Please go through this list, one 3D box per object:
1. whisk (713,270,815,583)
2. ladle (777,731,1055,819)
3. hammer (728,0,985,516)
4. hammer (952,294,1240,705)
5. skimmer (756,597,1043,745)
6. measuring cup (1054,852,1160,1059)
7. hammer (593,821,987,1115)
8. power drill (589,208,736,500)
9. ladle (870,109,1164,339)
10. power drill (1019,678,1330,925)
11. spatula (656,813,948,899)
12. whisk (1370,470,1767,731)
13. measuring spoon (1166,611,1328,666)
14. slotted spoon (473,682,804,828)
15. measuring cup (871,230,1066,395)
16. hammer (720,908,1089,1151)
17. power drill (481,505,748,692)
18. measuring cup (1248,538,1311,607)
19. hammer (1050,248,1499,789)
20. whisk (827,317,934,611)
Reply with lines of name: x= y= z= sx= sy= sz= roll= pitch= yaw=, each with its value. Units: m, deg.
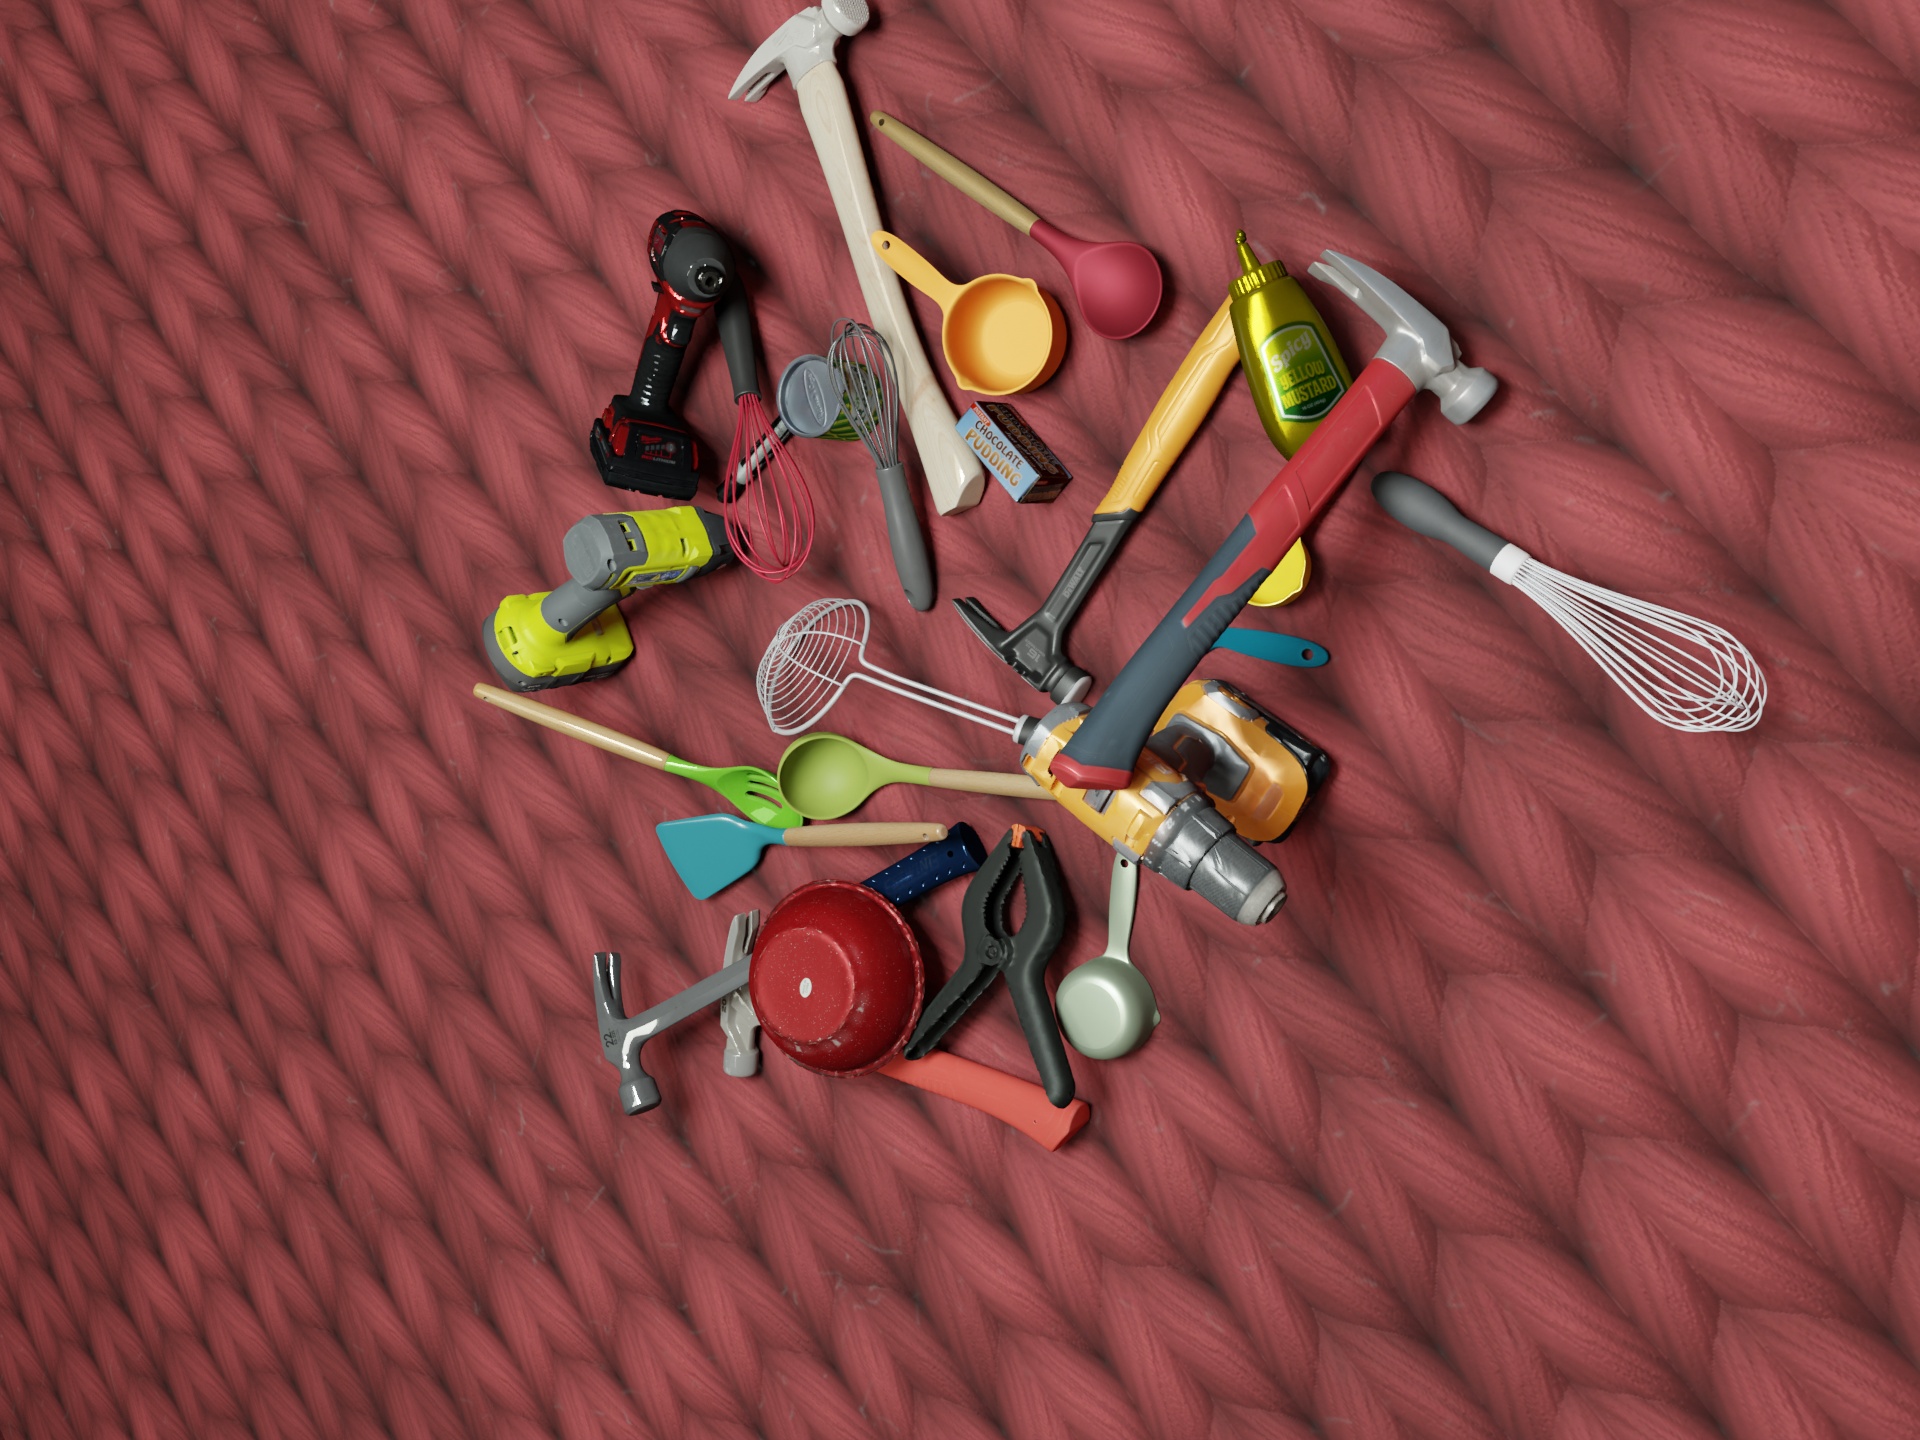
whisk: x=-0.173 y=-0.248 z=1.311 sx=0.073 sy=0.073 sz=0.296 roll=-25 pitch=68 yaw=32
ladle: x=-0.005 y=0.053 z=1.260 sx=0.320 sy=0.062 sz=0.078 roll=5 pitch=119 yaw=29
hammer: x=-0.073 y=-0.357 z=1.264 sx=0.146 sy=0.038 sz=0.411 roll=-21 pitch=86 yaw=43
hammer: x=0.121 y=-0.175 z=1.166 sx=0.127 sy=0.034 sz=0.336 roll=42 pitch=115 yaw=21
skimmer: x=-0.002 y=-0.004 z=1.260 sx=0.363 sy=0.090 sz=0.127 roll=20 pitch=74 yaw=18
measuring cup: x=0.111 y=0.178 z=1.206 sx=0.083 sy=0.038 sz=0.167 roll=12 pitch=104 yaw=31
hammer: x=-0.154 y=0.189 z=1.343 sx=0.405 sy=0.035 sz=0.144 roll=-31 pitch=70 yaw=22
power drill: x=-0.241 y=-0.303 z=1.322 sx=0.143 sy=0.078 sz=0.219 roll=54 pitch=131 yaw=55
ladle: x=0.038 y=-0.384 z=1.201 sx=0.316 sy=0.031 sz=0.069 roll=42 pitch=111 yaw=24
power drill: x=0.165 y=0.051 z=1.046 sx=0.185 sy=0.226 sz=0.084 roll=38 pitch=115 yaw=24
spatula: x=-0.131 y=0.104 z=1.317 sx=0.317 sy=0.044 sz=0.082 roll=-7 pitch=116 yaw=44
whisk: x=0.375 y=-0.081 z=1.005 sx=0.285 sy=0.070 sz=0.070 roll=40 pitch=115 yaw=29
measuring spoon: x=0.199 y=-0.056 z=1.135 sx=0.129 sy=0.021 sz=0.042 roll=14 pitch=103 yaw=32
slotted spoon: x=-0.277 y=0.026 z=1.380 sx=0.314 sy=0.031 sz=0.070 roll=20 pitch=137 yaw=4
measuring cup: x=0.005 y=-0.315 z=1.202 sx=0.174 sy=0.052 sz=0.095 roll=42 pitch=112 yaw=14
hammer: x=-0.056 y=0.271 z=1.327 sx=0.359 sy=0.036 sz=0.149 roll=12 pitch=102 yaw=32
power drill: x=-0.298 y=-0.110 z=1.373 sx=0.223 sy=0.171 sz=0.080 roll=-32 pitch=78 yaw=40
measuring cup: x=0.243 y=-0.147 z=1.102 sx=0.062 sy=0.029 sz=0.156 roll=38 pitch=102 yaw=25
hammer: x=0.172 y=-0.118 z=0.984 sx=0.143 sy=0.038 sz=0.386 roll=40 pitch=77 yaw=-1
whisk: x=-0.058 y=-0.197 z=1.243 sx=0.055 sy=0.055 sz=0.238 roll=-1 pitch=114 yaw=33
